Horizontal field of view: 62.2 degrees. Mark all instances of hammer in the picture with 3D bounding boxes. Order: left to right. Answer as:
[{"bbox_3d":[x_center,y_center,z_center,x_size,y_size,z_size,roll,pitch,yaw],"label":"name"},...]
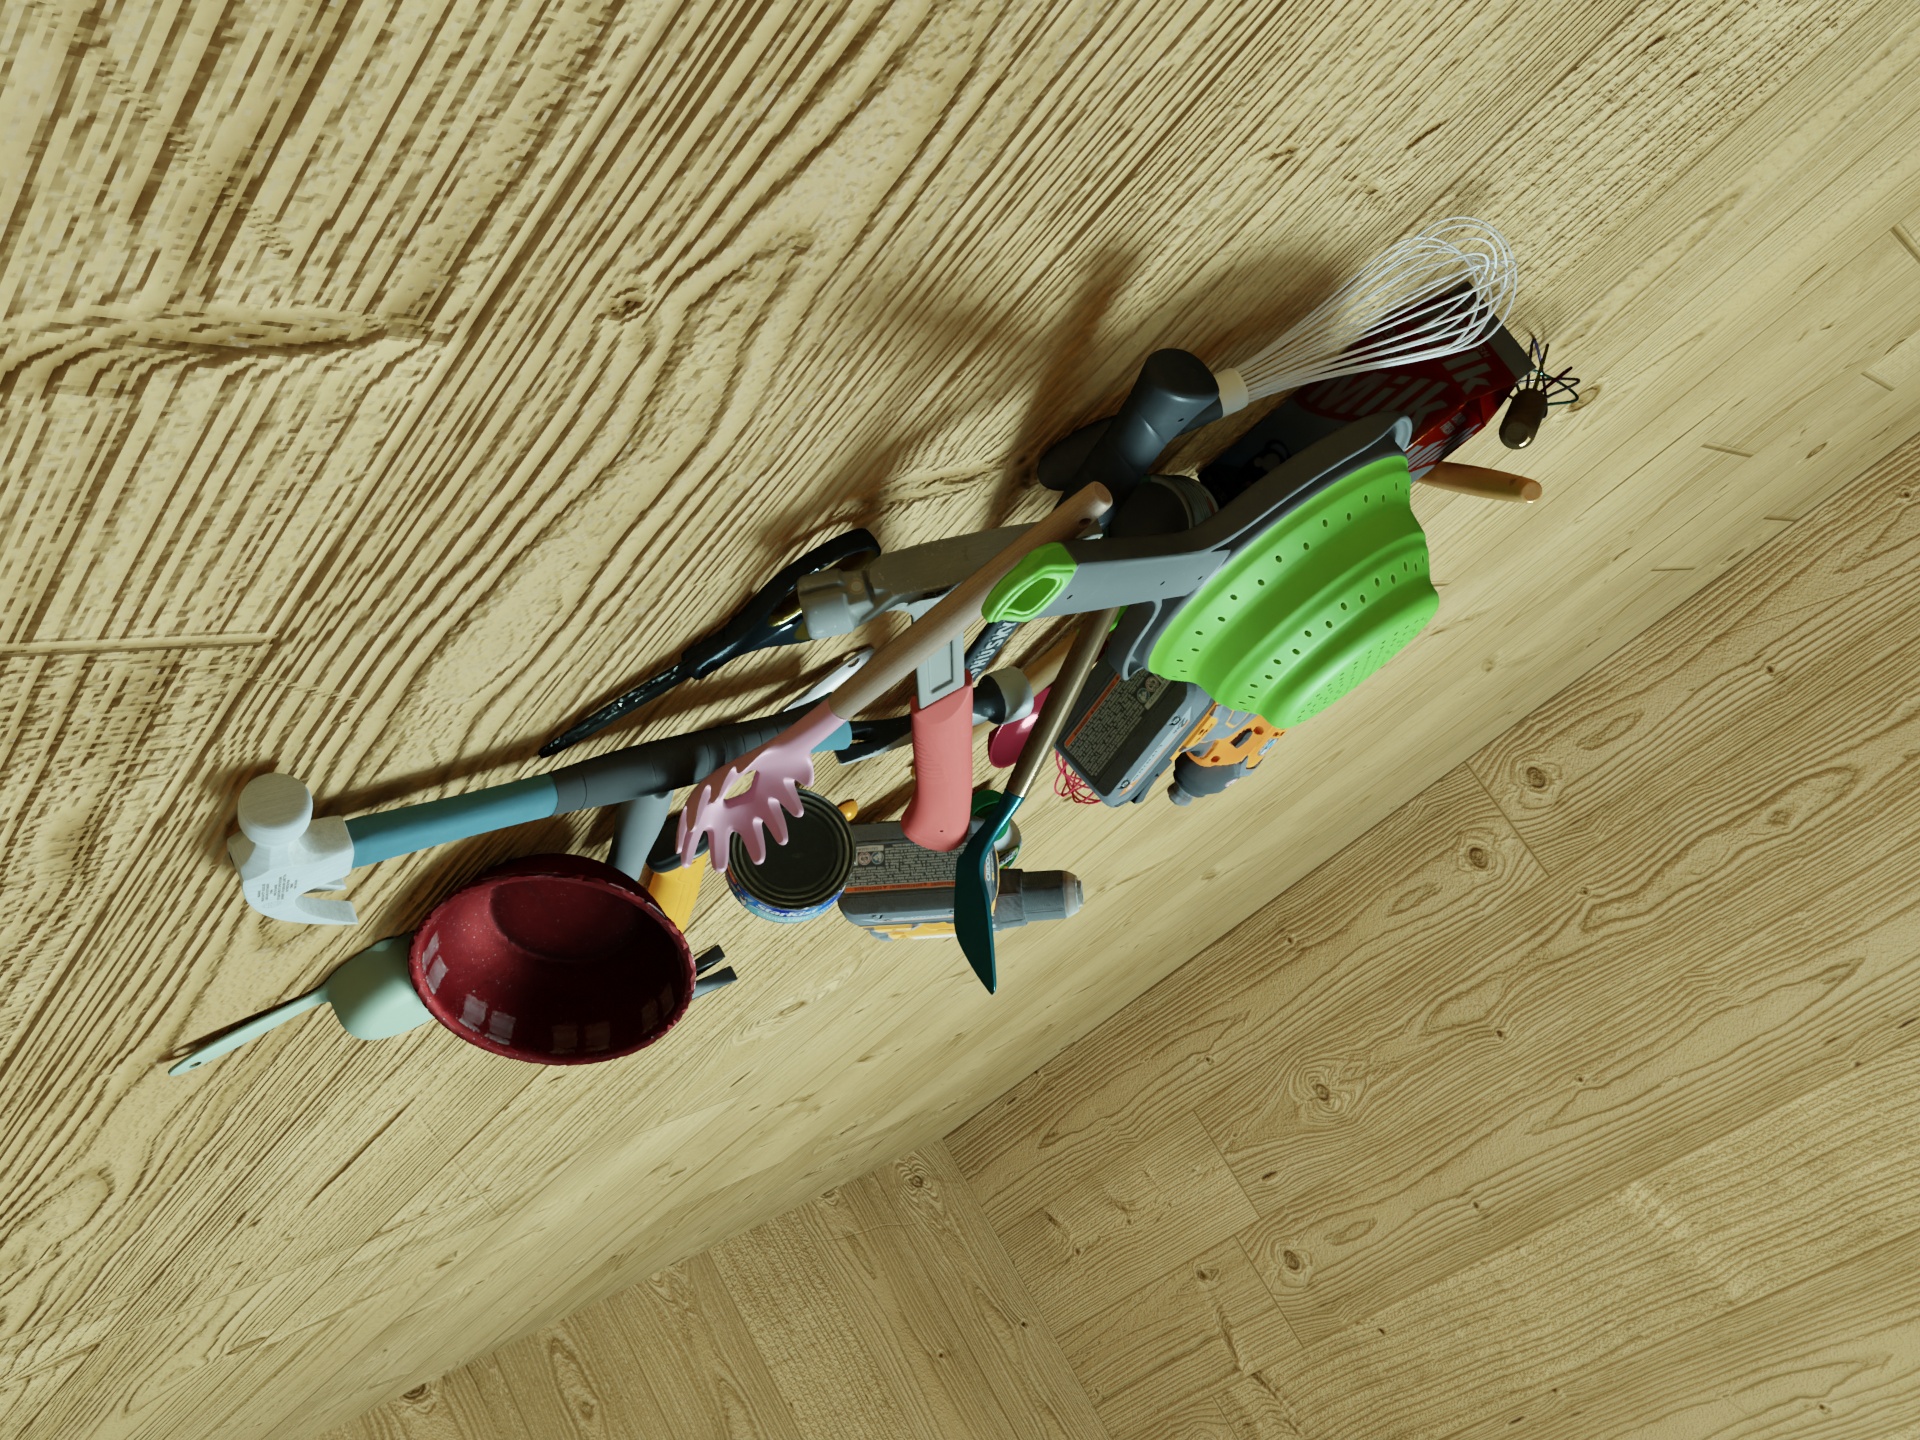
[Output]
[{"bbox_3d":[-0.197,0.034,0.812,0.331,0.033,0.128,-15,158,-34],"label":"hammer"},{"bbox_3d":[-0.205,0.147,1.136,0.127,0.034,0.336,-23,160,-25],"label":"hammer"},{"bbox_3d":[-0.001,-0.003,0.907,0.149,0.037,0.358,-11,157,-4],"label":"hammer"},{"bbox_3d":[0.034,-0.074,0.873,0.149,0.036,0.408,-18,163,-25],"label":"hammer"}]

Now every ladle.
[{"bbox_3d":[0.122,-0.073,1.110,0.315,0.031,0.069,-44,157,28],"label":"ladle"}]

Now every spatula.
[{"bbox_3d":[0.056,0.027,1.047,0.044,0.082,0.317,18,106,-26],"label":"spatula"},{"bbox_3d":[0.308,-0.152,1.010,0.081,0.041,0.323,-52,-171,9],"label":"spatula"}]

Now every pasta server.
[{"bbox_3d":[-0.040,-0.014,0.767,0.060,0.040,0.316,13,141,-42],"label":"pasta server"}]

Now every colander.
[{"bbox_3d":[0.142,-0.051,0.785,0.204,0.094,0.397,-45,163,30],"label":"colander"}]

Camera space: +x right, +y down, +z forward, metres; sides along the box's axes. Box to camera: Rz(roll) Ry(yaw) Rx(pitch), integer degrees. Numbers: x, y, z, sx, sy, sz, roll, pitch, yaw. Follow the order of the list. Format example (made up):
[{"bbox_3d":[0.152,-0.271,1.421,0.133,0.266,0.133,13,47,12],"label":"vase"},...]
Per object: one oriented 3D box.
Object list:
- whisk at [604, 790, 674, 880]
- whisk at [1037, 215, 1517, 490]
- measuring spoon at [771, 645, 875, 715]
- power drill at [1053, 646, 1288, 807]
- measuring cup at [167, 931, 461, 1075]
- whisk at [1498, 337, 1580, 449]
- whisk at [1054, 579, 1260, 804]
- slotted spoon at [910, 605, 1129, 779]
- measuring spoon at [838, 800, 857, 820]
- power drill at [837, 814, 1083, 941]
[{"bbox_3d":[-0.209,0.091,0.968,0.055,0.055,0.238,-19,154,-36],"label":"whisk"},{"bbox_3d":[0.169,-0.185,0.840,0.284,0.070,0.070,-26,162,-5],"label":"whisk"},{"bbox_3d":[-0.103,-0.010,0.925,0.124,0.018,0.034,-36,162,-10],"label":"measuring spoon"},{"bbox_3d":[0.165,0.005,1.163,0.226,0.084,0.164,-1,134,-52],"label":"power drill"},{"bbox_3d":[-0.371,0.178,0.929,0.167,0.038,0.083,-26,162,-25],"label":"measuring cup"},{"bbox_3d":[0.366,-0.201,1.018,0.047,0.051,0.245,-50,176,30],"label":"whisk"},{"bbox_3d":[0.153,-0.031,1.231,0.073,0.073,0.295,-15,150,-43],"label":"whisk"},{"bbox_3d":[0.067,-0.040,1.080,0.031,0.070,0.313,28,131,-29],"label":"slotted spoon"},{"bbox_3d":[-0.110,0.095,1.194,0.021,0.011,0.117,-12,153,-48],"label":"measuring spoon"},{"bbox_3d":[0.001,0.135,1.285,0.185,0.084,0.226,-4,165,7],"label":"power drill"}]
